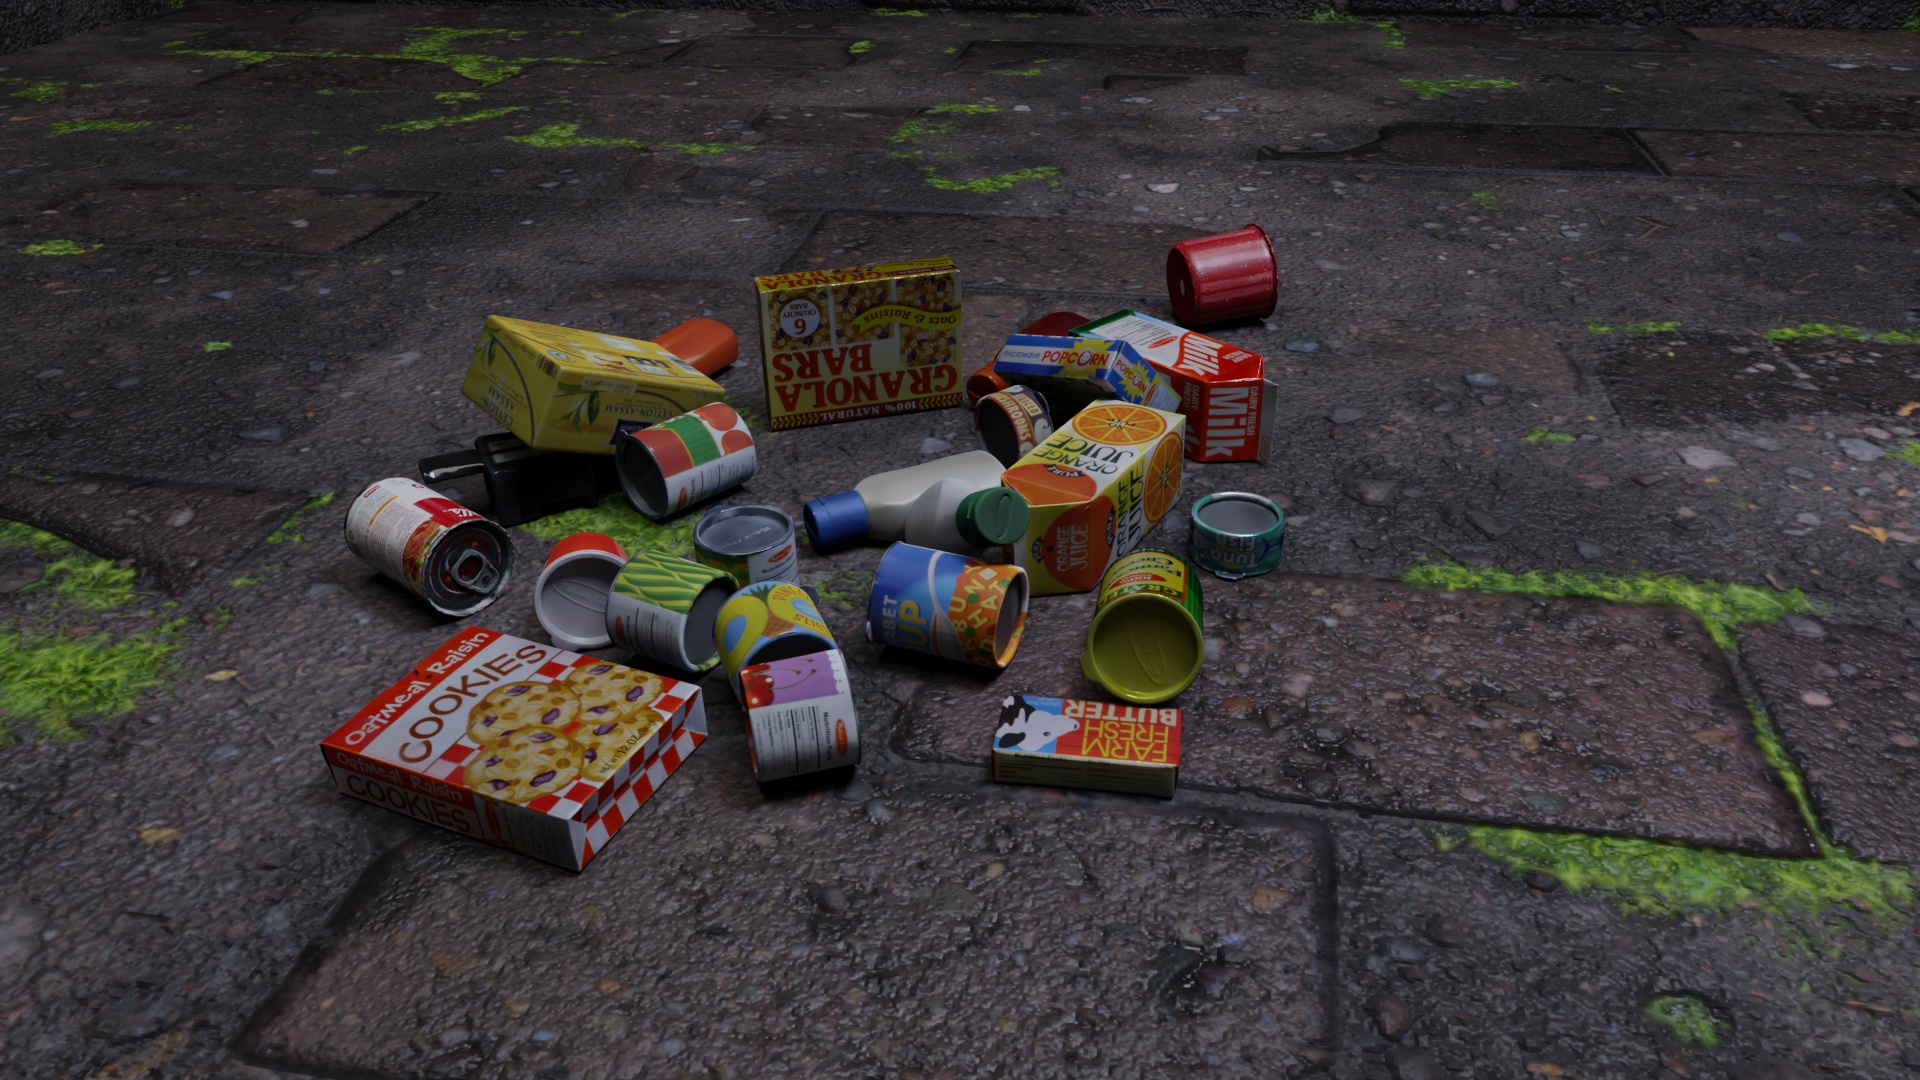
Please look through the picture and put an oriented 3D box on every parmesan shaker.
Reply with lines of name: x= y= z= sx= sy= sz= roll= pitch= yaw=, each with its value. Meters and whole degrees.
parmesan shaker: x=0.109 y=0.049 z=0.829 sx=0.071 sy=0.071 sz=0.103 roll=4 pitch=16 yaw=8

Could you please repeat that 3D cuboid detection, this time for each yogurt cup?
yogurt cup: x=-0.241 y=0.029 z=0.899 sx=0.072 sy=0.072 sz=0.054 roll=-9 pitch=24 yaw=-13

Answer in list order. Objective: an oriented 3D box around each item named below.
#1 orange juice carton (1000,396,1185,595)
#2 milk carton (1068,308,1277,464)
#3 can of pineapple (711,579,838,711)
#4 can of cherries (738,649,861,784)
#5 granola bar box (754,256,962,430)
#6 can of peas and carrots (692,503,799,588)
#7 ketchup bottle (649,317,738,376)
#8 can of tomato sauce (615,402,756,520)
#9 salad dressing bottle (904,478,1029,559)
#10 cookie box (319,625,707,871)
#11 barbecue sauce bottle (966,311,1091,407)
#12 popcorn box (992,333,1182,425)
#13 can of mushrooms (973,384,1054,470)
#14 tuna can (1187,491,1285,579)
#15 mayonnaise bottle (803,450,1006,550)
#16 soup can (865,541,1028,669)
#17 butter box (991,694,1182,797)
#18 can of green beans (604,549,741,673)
orange juice carton: x=0.086 y=-0.029 z=0.976 sx=0.073 sy=0.071 sz=0.194 roll=16 pitch=35 yaw=28
milk carton: x=0.179 y=-0.123 z=1.132 sx=0.074 sy=0.072 sz=0.191 roll=-25 pitch=37 yaw=-34
can of pineapple: x=-0.108 y=0.064 z=0.829 sx=0.071 sy=0.070 sz=0.058 roll=-12 pitch=33 yaw=-18
can of cherries: x=-0.091 y=0.097 z=0.777 sx=0.058 sy=0.071 sz=0.072 roll=-10 pitch=32 yaw=-13
granola bar box: x=-0.083 y=-0.165 z=1.158 sx=0.166 sy=0.123 sz=0.039 roll=-9 pitch=31 yaw=-13
can of peas and carrots: x=-0.143 y=0.016 z=0.921 sx=0.071 sy=0.058 sz=0.071 roll=-1 pitch=30 yaw=1
ketchup bottle: x=-0.262 y=-0.150 z=1.218 sx=0.065 sy=0.043 sz=0.149 roll=14 pitch=34 yaw=25
can of tomato sauce: x=-0.207 y=-0.062 z=1.044 sx=0.071 sy=0.070 sz=0.083 roll=26 pitch=39 yaw=38
salad dressing bottle: x=0.003 y=-0.011 z=0.909 sx=0.044 sy=0.064 sz=0.147 roll=13 pitch=-6 yaw=-16
cookie box: x=-0.249 y=0.110 z=0.783 sx=0.167 sy=0.040 sz=0.123 roll=12 pitch=33 yaw=21
barbecue sauce bottle: x=0.061 y=-0.157 z=1.220 sx=0.065 sy=0.043 sz=0.149 roll=19 pitch=37 yaw=30
popcorn box: x=0.098 y=-0.124 z=1.096 sx=0.127 sy=0.085 sz=0.038 roll=12 pitch=71 yaw=47
can of mushrooms: x=0.041 y=-0.086 z=1.075 sx=0.033 sy=0.070 sz=0.071 roll=-21 pitch=36 yaw=-26
tuna can: x=0.192 y=-0.004 z=0.969 sx=0.071 sy=0.032 sz=0.071 roll=-1 pitch=30 yaw=1
mayonnaise bottle: x=-0.039 y=-0.027 z=1.009 sx=0.148 sy=0.041 sz=0.065 roll=-15 pitch=32 yaw=-20
soup can: x=-0.008 y=0.043 z=0.866 sx=0.084 sy=0.071 sz=0.072 roll=11 pitch=33 yaw=19
butter box: x=0.072 y=0.115 z=0.781 sx=0.103 sy=0.024 sz=0.053 roll=4 pitch=32 yaw=9
can of green beans: x=-0.178 y=0.044 z=0.867 sx=0.058 sy=0.071 sz=0.071 roll=15 pitch=34 yaw=24
